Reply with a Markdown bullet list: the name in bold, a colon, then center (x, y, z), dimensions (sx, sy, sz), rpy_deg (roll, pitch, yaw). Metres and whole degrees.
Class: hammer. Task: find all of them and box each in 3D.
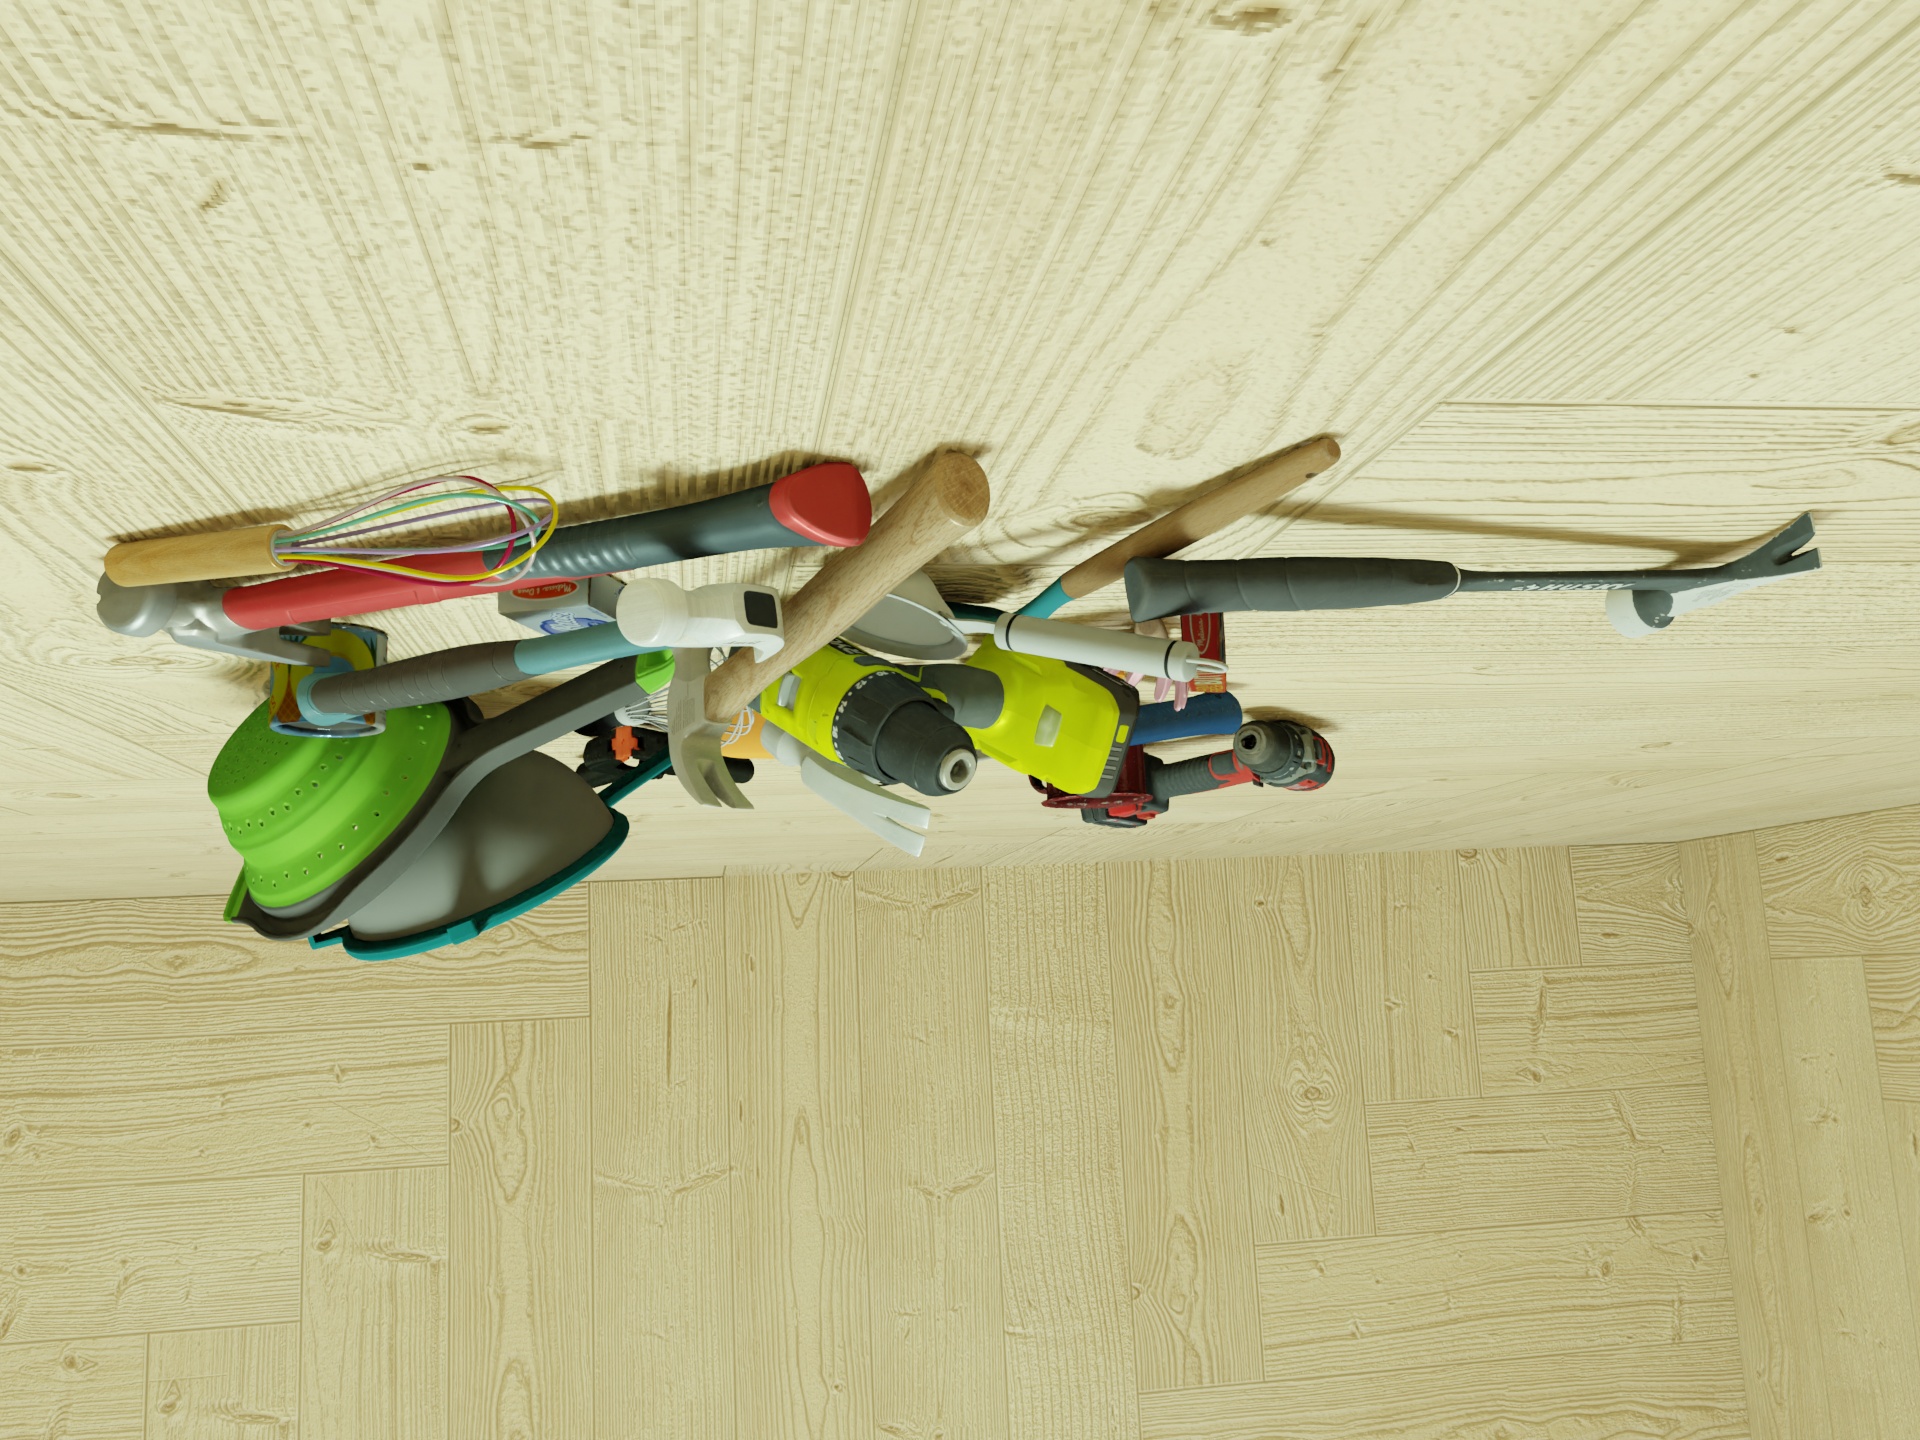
- **hammer**: center (-0.217, -0.071, 0.769), dimensions (0.386, 0.038, 0.143), rpy_deg (-6, 171, 21)
- **hammer**: center (-0.228, -0.031, 0.813), dimensions (0.331, 0.033, 0.128), rpy_deg (-8, 178, 33)
- **hammer**: center (0.063, 0.018, 1.135), dimensions (0.405, 0.035, 0.144), rpy_deg (-8, -147, -41)
- **hammer**: center (-0.080, -0.045, 0.804), dimensions (0.031, 0.130, 0.331), rpy_deg (5, 159, -30)
- **hammer**: center (0.265, -0.072, 0.830), dimensions (0.408, 0.036, 0.149), rpy_deg (-3, 170, -24)

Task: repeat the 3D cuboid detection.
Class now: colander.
- **colander**: center (-0.352, 0.005, 1.019), dimensions (0.397, 0.205, 0.094), rpy_deg (-23, 128, 21)

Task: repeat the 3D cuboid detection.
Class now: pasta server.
- **pasta server**: center (0.112, -0.038, 0.945), dimensions (0.060, 0.040, 0.316), rpy_deg (25, -178, 8)

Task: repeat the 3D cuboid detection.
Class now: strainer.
- **strainer**: center (0.020, -0.048, 0.813), dimensions (0.258, 0.050, 0.086), rpy_deg (12, 163, 33)
- **strainer**: center (-0.315, 0.050, 1.168), dimensions (0.211, 0.095, 0.340), rpy_deg (-8, -160, 39)

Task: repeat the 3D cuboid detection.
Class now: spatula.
- **spatula**: center (0.070, -0.088, 0.809), dimensions (0.082, 0.044, 0.317), rpy_deg (5, 163, -34)

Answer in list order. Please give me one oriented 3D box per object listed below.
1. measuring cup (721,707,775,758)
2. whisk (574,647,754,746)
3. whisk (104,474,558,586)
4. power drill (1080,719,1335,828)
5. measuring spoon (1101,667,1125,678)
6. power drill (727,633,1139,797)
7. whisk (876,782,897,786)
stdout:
- **measuring cup**: center (-0.105, 0.001, 1.147), dimensions (0.174, 0.052, 0.095), rpy_deg (-1, 174, 26)
- **whisk**: center (-0.212, -0.009, 1.092), dimensions (0.070, 0.070, 0.285), rpy_deg (4, 174, -34)
- **whisk**: center (-0.286, -0.077, 0.706), dimensions (0.245, 0.047, 0.051), rpy_deg (-3, 172, 20)
- **power drill**: center (0.221, 0.043, 1.483), dimensions (0.227, 0.080, 0.187), rpy_deg (-11, 168, 27)
- **measuring spoon**: center (0.061, -0.037, 1.149), dimensions (0.117, 0.011, 0.021), rpy_deg (2, 171, -7)
- **power drill**: center (-0.002, -0.003, 0.948), dimensions (0.228, 0.080, 0.191), rpy_deg (4, -162, -43)
- **whisk**: center (-0.012, 0.014, 1.325), dimensions (0.055, 0.055, 0.239), rpy_deg (6, 163, -43)
